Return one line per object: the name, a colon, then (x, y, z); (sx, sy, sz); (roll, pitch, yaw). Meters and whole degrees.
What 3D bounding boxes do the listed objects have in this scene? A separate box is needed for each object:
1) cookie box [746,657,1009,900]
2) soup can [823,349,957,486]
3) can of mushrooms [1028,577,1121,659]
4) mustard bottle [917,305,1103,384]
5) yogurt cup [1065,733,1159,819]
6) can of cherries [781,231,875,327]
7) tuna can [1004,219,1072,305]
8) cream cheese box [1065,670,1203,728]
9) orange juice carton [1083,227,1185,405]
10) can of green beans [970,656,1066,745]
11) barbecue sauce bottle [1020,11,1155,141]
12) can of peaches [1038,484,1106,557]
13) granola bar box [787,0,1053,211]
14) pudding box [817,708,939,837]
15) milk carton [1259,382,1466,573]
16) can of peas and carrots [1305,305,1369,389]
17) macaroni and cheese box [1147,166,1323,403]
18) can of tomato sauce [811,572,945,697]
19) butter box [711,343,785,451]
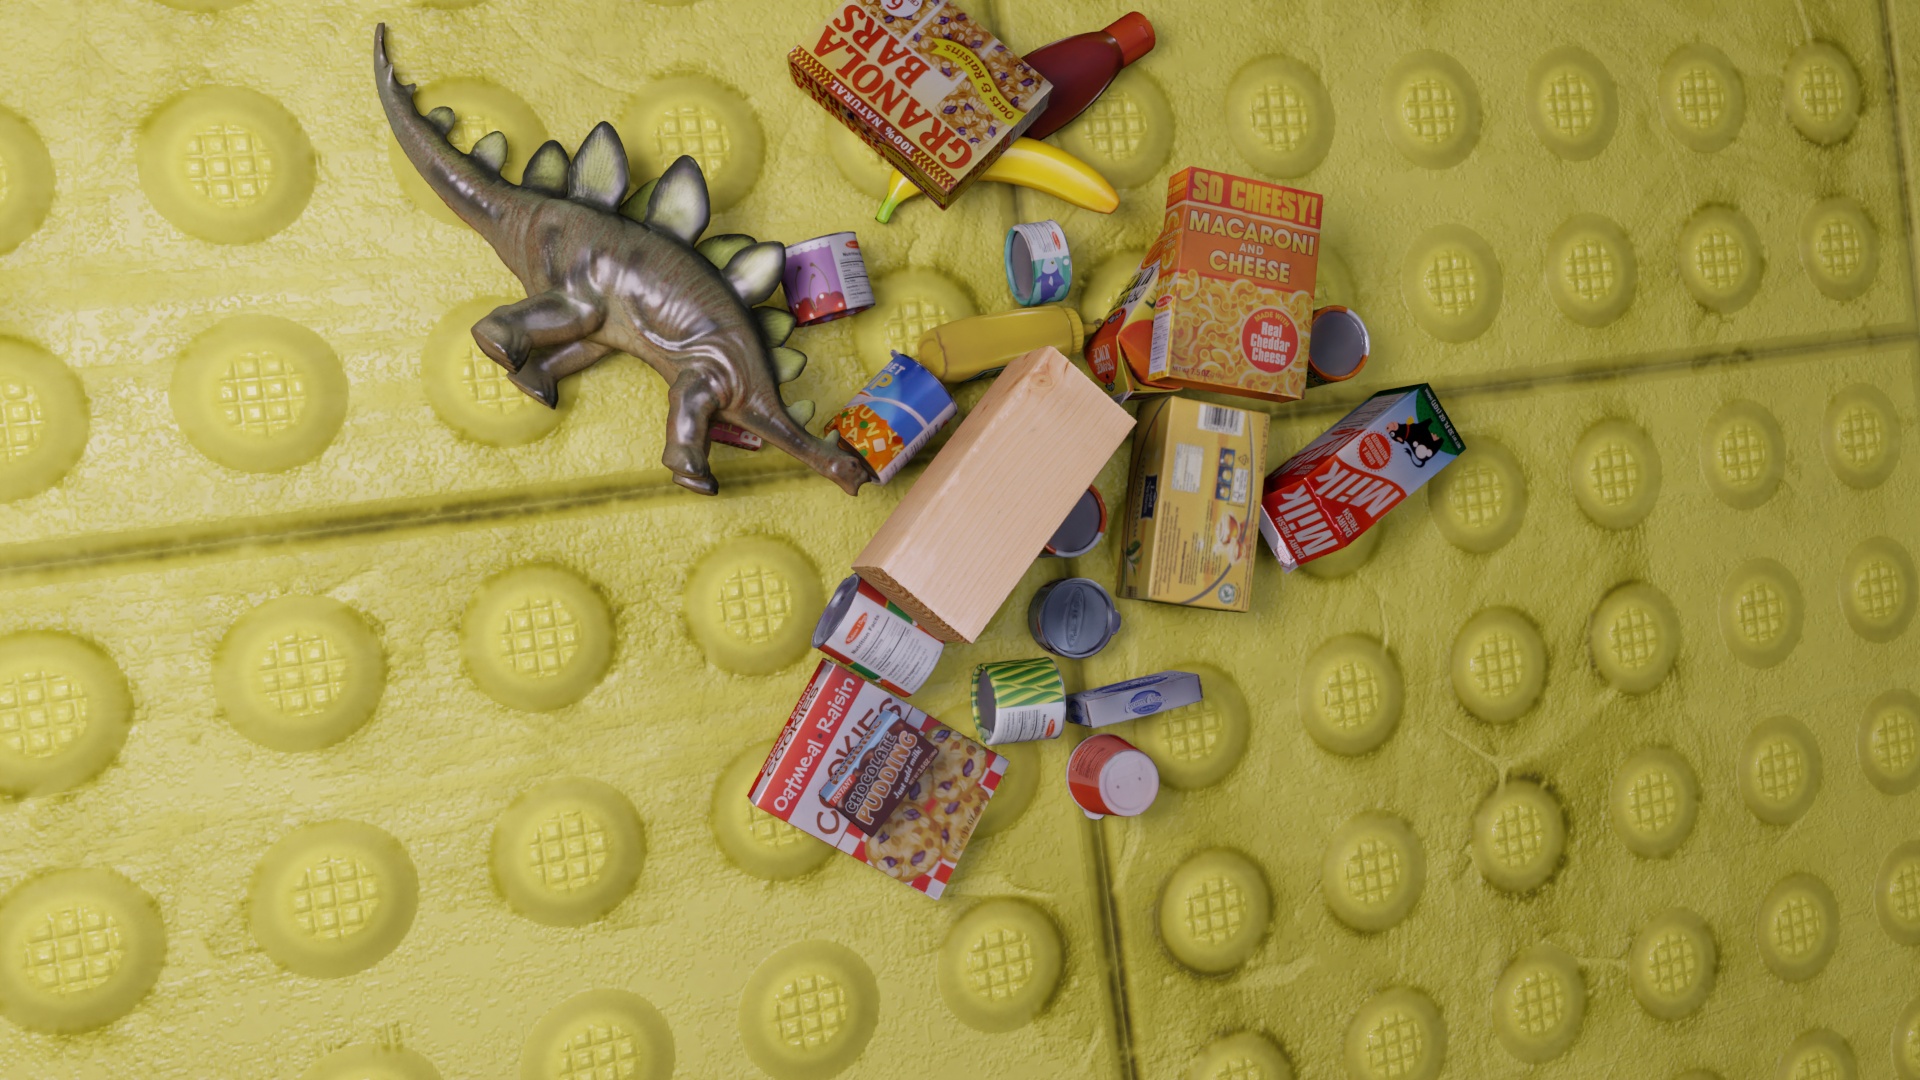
cookie box: (-0.063, 0.186, 1.083); (0.167, 0.040, 0.123); (31, 80, -16)
soup can: (-0.056, -0.095, 1.076); (0.084, 0.071, 0.071); (-46, 103, -13)
can of mushrooms: (0.093, 0.064, 1.140); (0.071, 0.033, 0.071); (0, 88, -18)
mustard bottle: (0.048, -0.160, 1.114); (0.161, 0.065, 0.049); (-13, 91, -22)
yogurt cup: (0.127, 0.195, 1.138); (0.072, 0.054, 0.072); (0, 88, -19)
can of cherries: (-0.106, -0.199, 1.063); (0.072, 0.071, 0.058); (-18, 96, -18)
tuna can: (0.061, -0.221, 1.119); (0.033, 0.071, 0.071); (-11, 93, -17)
cream cheese box: (0.141, 0.130, 1.144); (0.104, 0.053, 0.024); (-11, 91, -18)
orange juice carton: (0.169, -0.185, 1.149); (0.073, 0.071, 0.193); (37, 78, -14)
can of green beans: (0.045, 0.128, 1.106); (0.058, 0.071, 0.071); (-3, 91, -18)
barbecue sauce bottle: (0.095, -0.385, 1.142); (0.149, 0.043, 0.064); (-36, 109, -16)
can of peaches: (0.077, -0.021, 1.123); (0.071, 0.058, 0.071); (0, 90, -18)
granola bar box: (-0.031, -0.354, 1.076); (0.165, 0.039, 0.124); (42, 79, 6)
pudding box: (-0.062, 0.174, 1.045); (0.049, 0.030, 0.084); (42, 77, -13)
milk carton: (0.334, -0.053, 1.201); (0.191, 0.073, 0.072); (-36, 100, -15)
can of peas and carrots: (0.309, -0.165, 1.202); (0.071, 0.058, 0.071); (0, 89, -18)
macaroni and cheese box: (0.219, -0.201, 1.106); (0.124, 0.040, 0.166); (7, 87, -18)
can of tomato sauce: (-0.062, 0.073, 1.073); (0.083, 0.071, 0.071); (32, 80, -16)
butter box: (-0.168, -0.124, 1.061); (0.053, 0.024, 0.103); (14, 85, -17)
